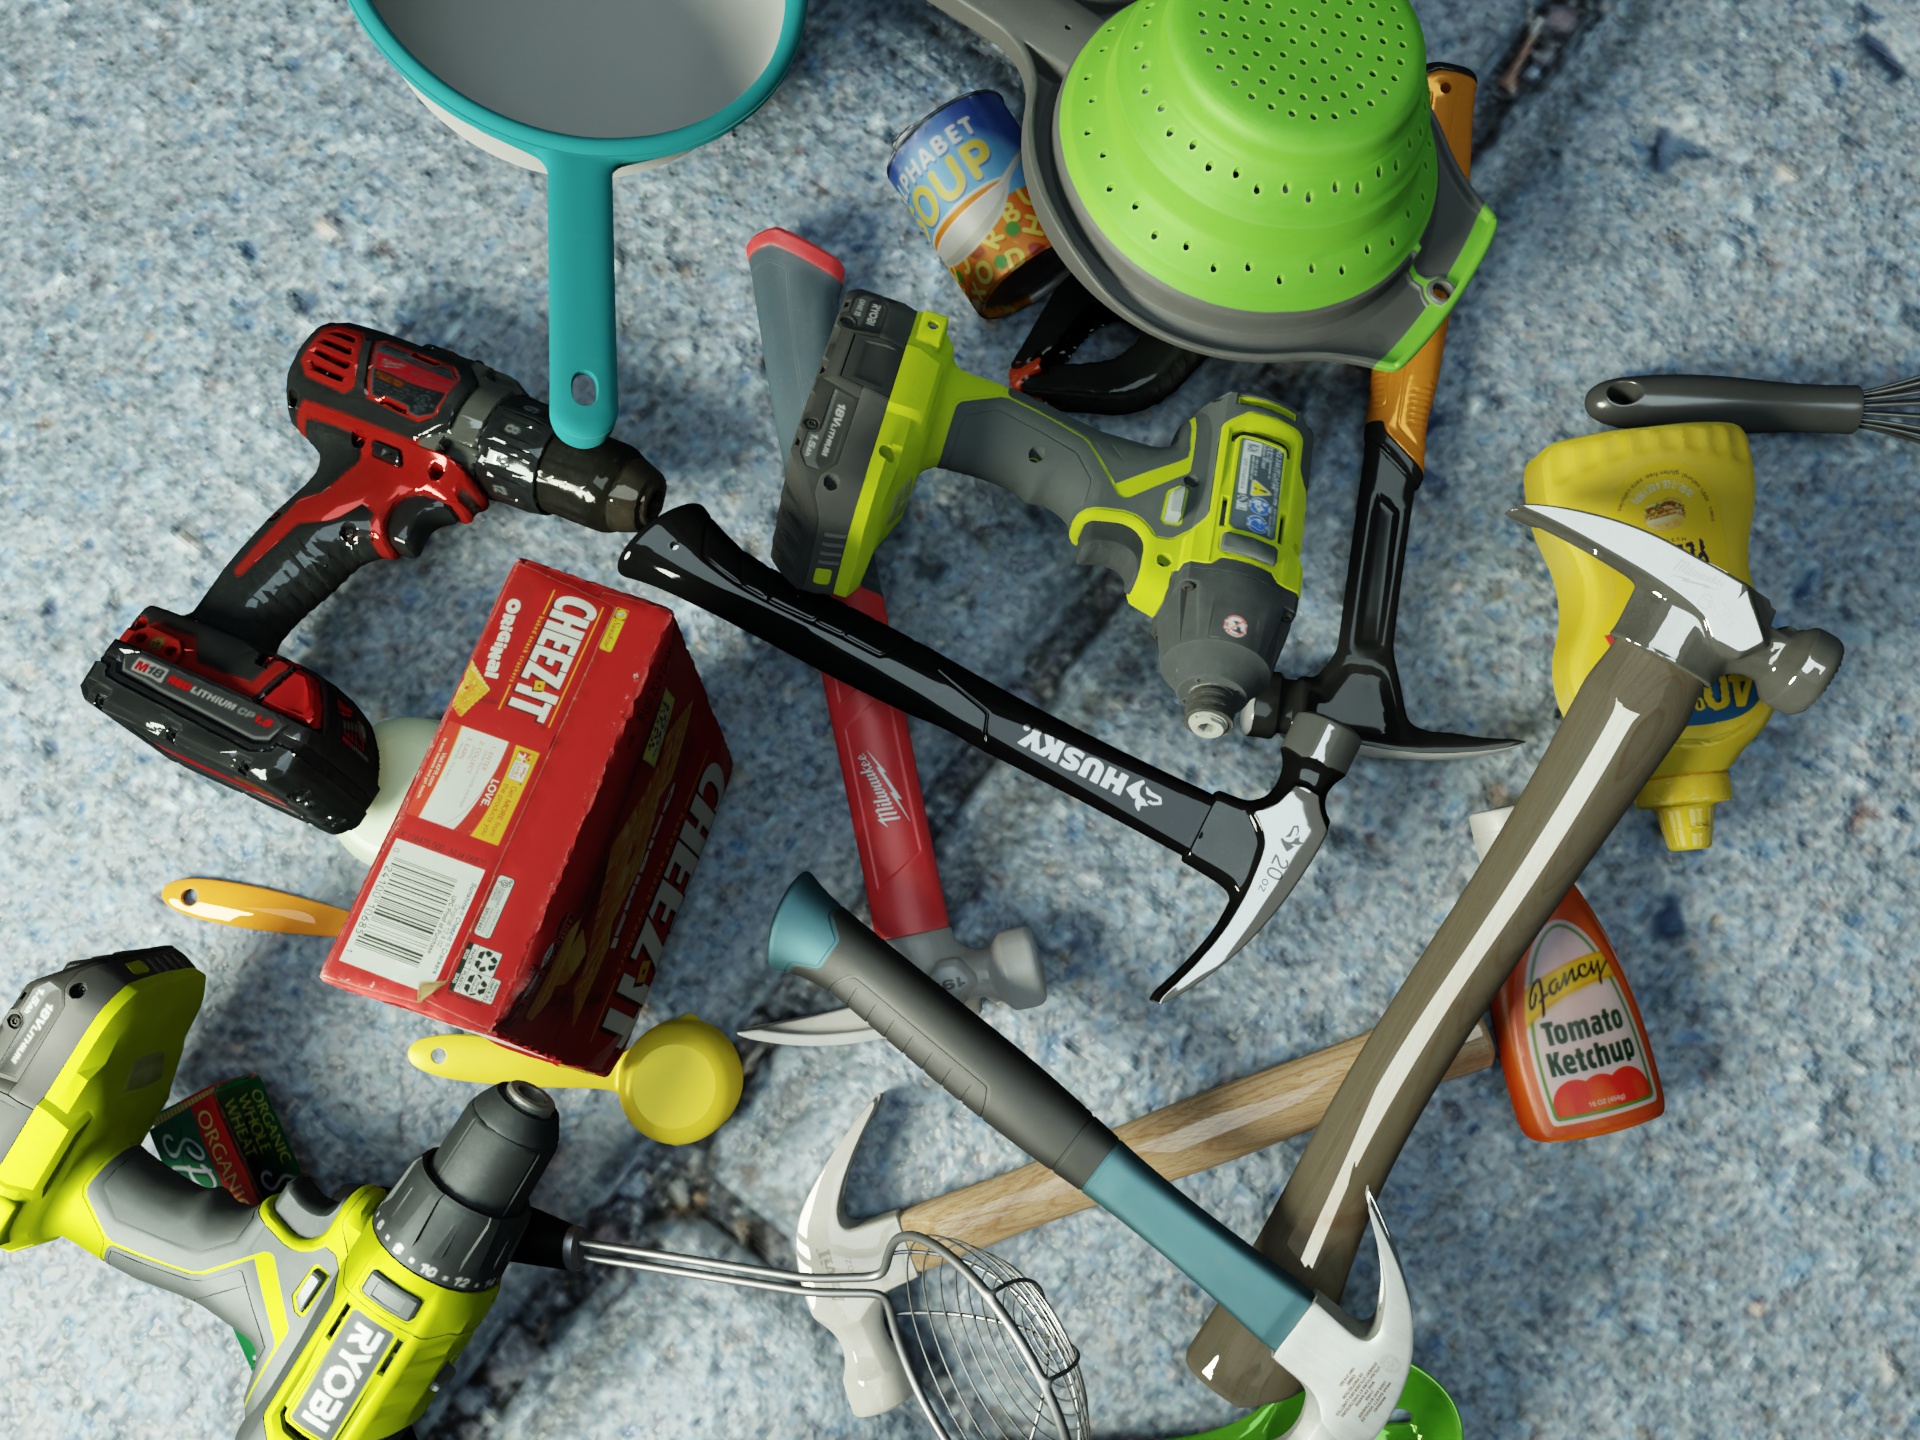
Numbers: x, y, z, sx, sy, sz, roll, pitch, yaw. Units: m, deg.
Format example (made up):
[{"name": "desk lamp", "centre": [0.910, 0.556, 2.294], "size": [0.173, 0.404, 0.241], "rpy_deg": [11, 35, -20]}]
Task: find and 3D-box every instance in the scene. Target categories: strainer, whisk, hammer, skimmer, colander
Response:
[{"name": "strainer", "centre": [-0.180, -0.275, 0.740], "size": [0.211, 0.095, 0.340], "rpy_deg": [0, 77, -19]}, {"name": "whisk", "centre": [0.417, -0.149, 0.745], "size": [0.239, 0.055, 0.055], "rpy_deg": [3, 84, 7]}, {"name": "hammer", "centre": [0.218, -0.149, 0.757], "size": [0.127, 0.034, 0.337], "rpy_deg": [8, 84, 4]}, {"name": "skimmer", "centre": [-0.121, 0.255, 0.677], "size": [0.363, 0.090, 0.127], "rpy_deg": [5, 119, 13]}, {"name": "hammer", "centre": [0.206, 0.107, 0.687], "size": [0.146, 0.038, 0.410], "rpy_deg": [31, 93, 6]}, {"name": "hammer", "centre": [-0.001, -0.002, 0.710], "size": [0.335, 0.035, 0.146], "rpy_deg": [27, 83, 3]}, {"name": "hammer", "centre": [0.047, 0.182, 0.680], "size": [0.331, 0.033, 0.128], "rpy_deg": [37, 96, 10]}, {"name": "colander", "centre": [0.066, -0.313, 0.696], "size": [0.397, 0.094, 0.204], "rpy_deg": [34, 72, 4]}, {"name": "hammer", "centre": [0.083, 0.196, 0.728], "size": [0.331, 0.031, 0.130], "rpy_deg": [-21, 84, 0]}, {"name": "hammer", "centre": [-0.067, -0.043, 0.756], "size": [0.143, 0.038, 0.386], "rpy_deg": [-12, 84, 3]}]

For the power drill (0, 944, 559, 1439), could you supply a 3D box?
[{"name": "power drill", "centre": [-0.297, 0.194, 0.673], "size": [0.228, 0.080, 0.190], "rpy_deg": [32, 92, 5]}]

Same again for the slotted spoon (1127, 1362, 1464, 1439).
[{"name": "slotted spoon", "centre": [0.065, 0.333, 0.717], "size": [0.314, 0.031, 0.070], "rpy_deg": [-8, 84, 3]}]

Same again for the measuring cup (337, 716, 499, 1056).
[{"name": "measuring cup", "centre": [-0.248, 0.078, 0.748], "size": [0.083, 0.038, 0.168], "rpy_deg": [-18, 83, 0]}]

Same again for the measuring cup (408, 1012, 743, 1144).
[{"name": "measuring cup", "centre": [-0.180, 0.163, 0.736], "size": [0.156, 0.029, 0.062], "rpy_deg": [6, 84, -3]}]

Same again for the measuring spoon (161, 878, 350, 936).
[{"name": "measuring spoon", "centre": [-0.329, 0.092, 0.764], "size": [0.117, 0.011, 0.021], "rpy_deg": [10, 84, 3]}]

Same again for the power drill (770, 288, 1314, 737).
[{"name": "power drill", "centre": [0.039, -0.090, 0.690], "size": [0.223, 0.080, 0.171], "rpy_deg": [16, 57, -4]}]

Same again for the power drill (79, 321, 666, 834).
[{"name": "power drill", "centre": [-0.259, -0.066, 0.726], "size": [0.188, 0.080, 0.227], "rpy_deg": [22, 71, 11]}]
